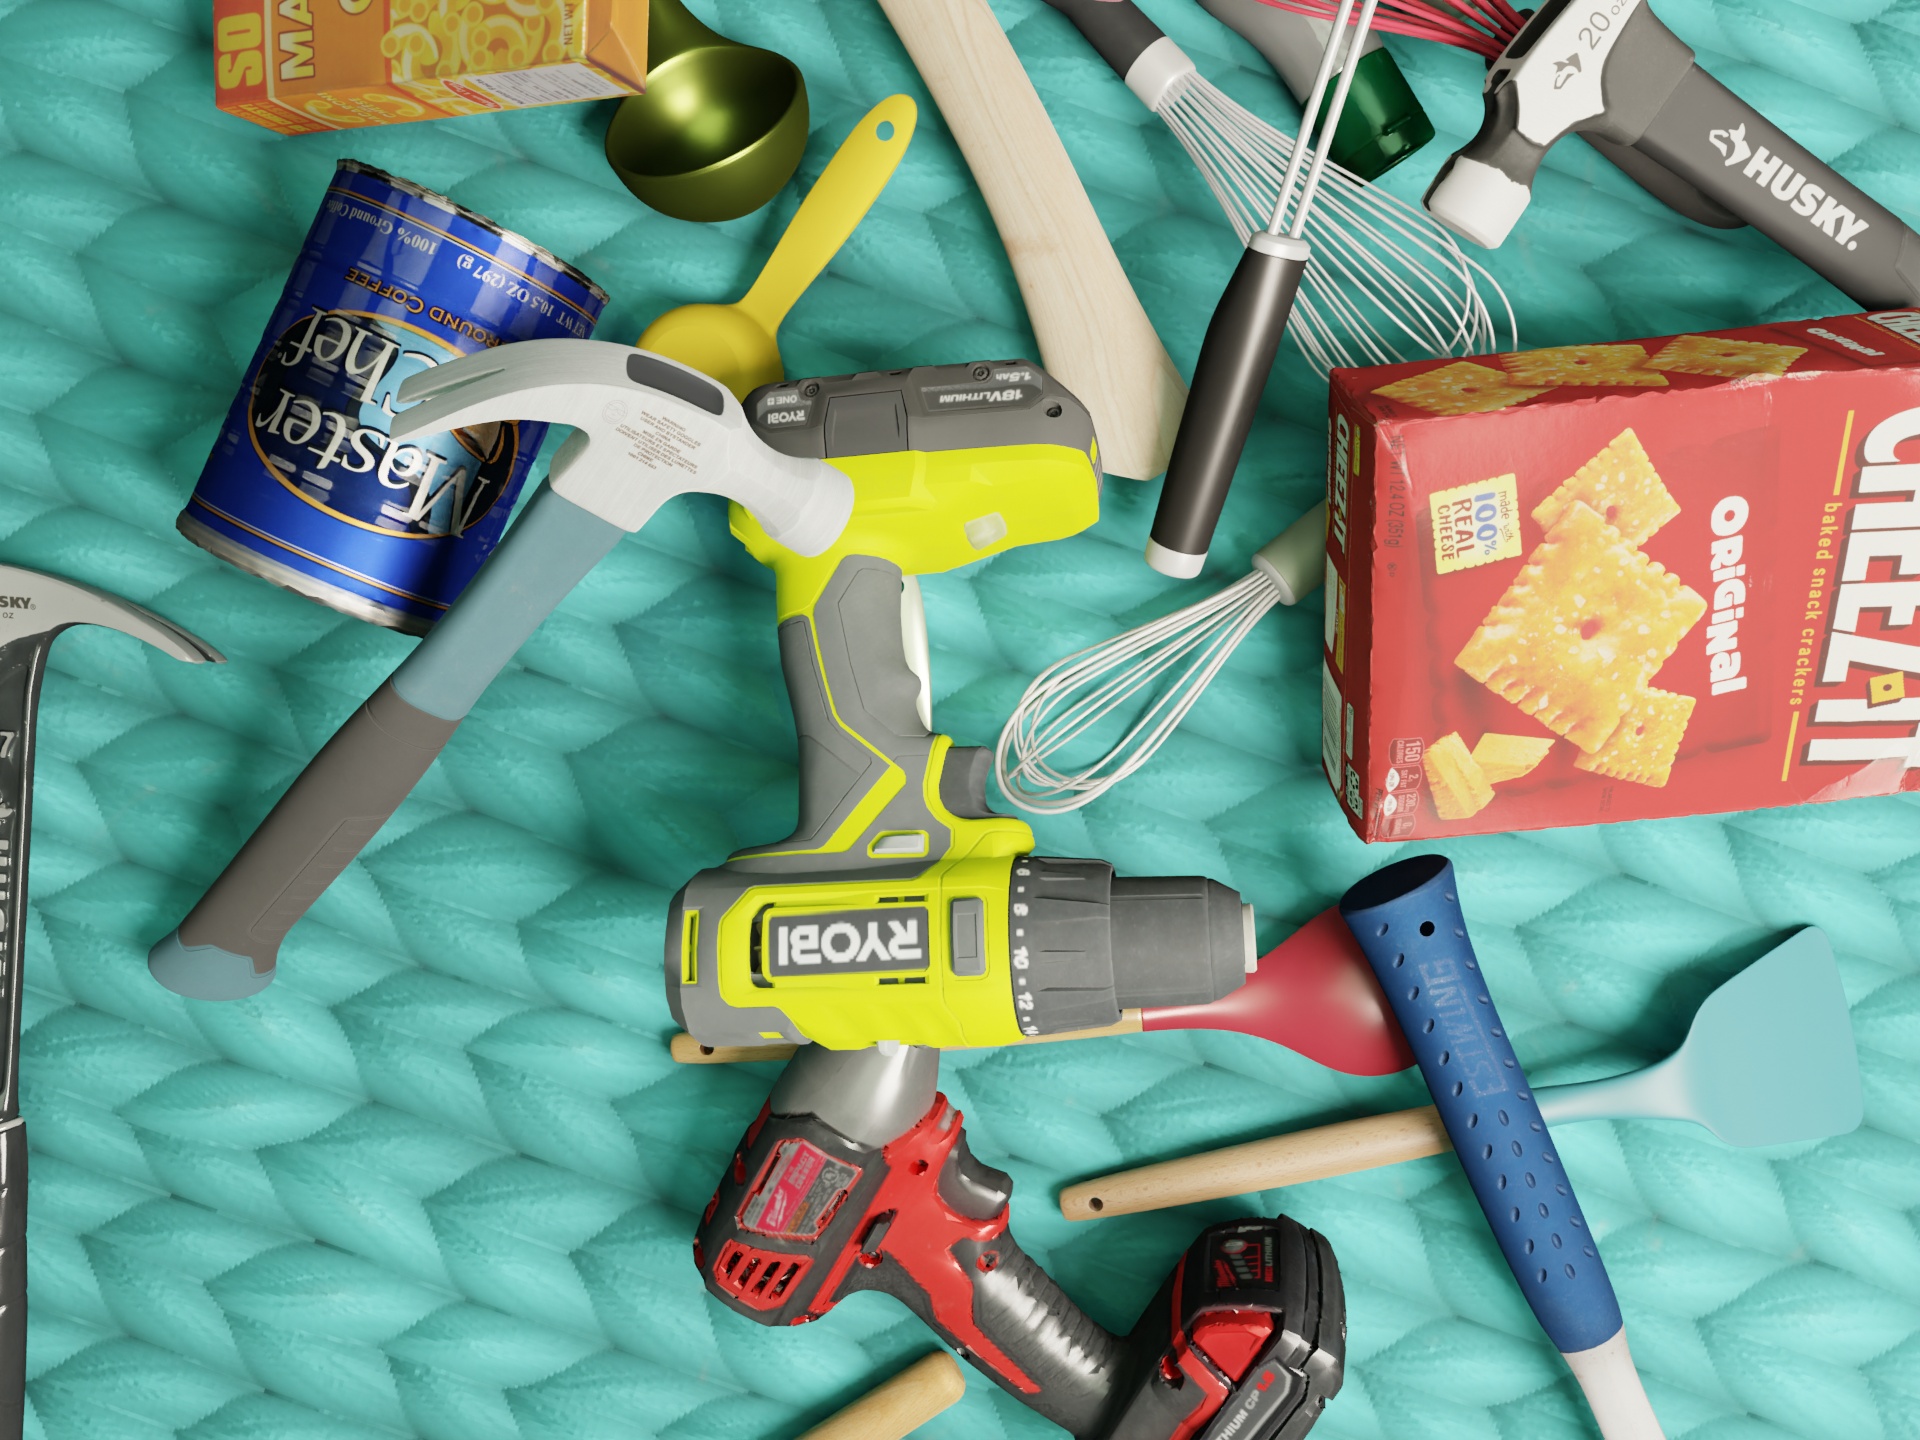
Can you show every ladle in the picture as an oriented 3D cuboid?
[{"bbox_3d":[0.044,0.114,0.617,0.315,0.031,0.069,-5,88,3],"label":"ladle"},{"bbox_3d":[-0.145,-0.331,0.590,0.078,0.062,0.320,-25,89,-1],"label":"ladle"}]

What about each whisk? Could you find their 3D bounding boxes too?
[{"bbox_3d":[0.177,-0.247,0.556,0.295,0.073,0.073,22,92,-21],"label":"whisk"},{"bbox_3d":[-0.105,0.320,0.622,0.245,0.051,0.047,-32,113,-2],"label":"whisk"},{"bbox_3d":[0.095,-0.216,0.590,0.070,0.070,0.284,-42,84,2],"label":"whisk"},{"bbox_3d":[0.113,-0.048,0.605,0.246,0.058,0.059,-38,126,-1],"label":"whisk"}]

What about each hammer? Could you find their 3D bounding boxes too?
[{"bbox_3d":[-0.187,0.000,0.545,0.128,0.033,0.331,29,122,-31],"label":"hammer"},{"bbox_3d":[-0.010,-0.279,0.580,0.146,0.038,0.410,-28,95,26],"label":"hammer"},{"bbox_3d":[-0.373,0.142,0.619,0.149,0.036,0.409,3,92,0],"label":"hammer"},{"bbox_3d":[0.336,-0.160,0.560,0.334,0.035,0.146,28,108,-14],"label":"hammer"},{"bbox_3d":[0.232,0.239,0.590,0.144,0.035,0.405,-25,99,2],"label":"hammer"}]

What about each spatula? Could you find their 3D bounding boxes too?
[{"bbox_3d":[0.194,0.155,0.619,0.317,0.044,0.082,-13,93,6],"label":"spatula"}]

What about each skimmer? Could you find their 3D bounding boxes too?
[{"bbox_3d":[0.133,-0.197,0.485,0.127,0.090,0.363,0,121,-28],"label":"skimmer"}]

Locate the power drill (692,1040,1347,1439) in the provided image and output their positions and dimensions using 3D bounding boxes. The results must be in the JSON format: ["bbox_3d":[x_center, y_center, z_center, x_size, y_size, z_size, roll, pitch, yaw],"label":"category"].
[{"bbox_3d":[0.023,0.193,0.584,0.219,0.078,0.143,29,107,3],"label":"power drill"}]

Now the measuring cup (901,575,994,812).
[{"bbox_3d":[-0.019,0.018,0.607,0.083,0.038,0.167,-6,94,1],"label":"measuring cup"}]

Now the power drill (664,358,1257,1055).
[{"bbox_3d":[-0.001,-0.002,0.548,0.190,0.080,0.229,-4,75,9],"label":"power drill"}]

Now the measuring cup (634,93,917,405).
[{"bbox_3d":[-0.068,-0.166,0.589,0.062,0.029,0.156,39,107,0],"label":"measuring cup"}]
